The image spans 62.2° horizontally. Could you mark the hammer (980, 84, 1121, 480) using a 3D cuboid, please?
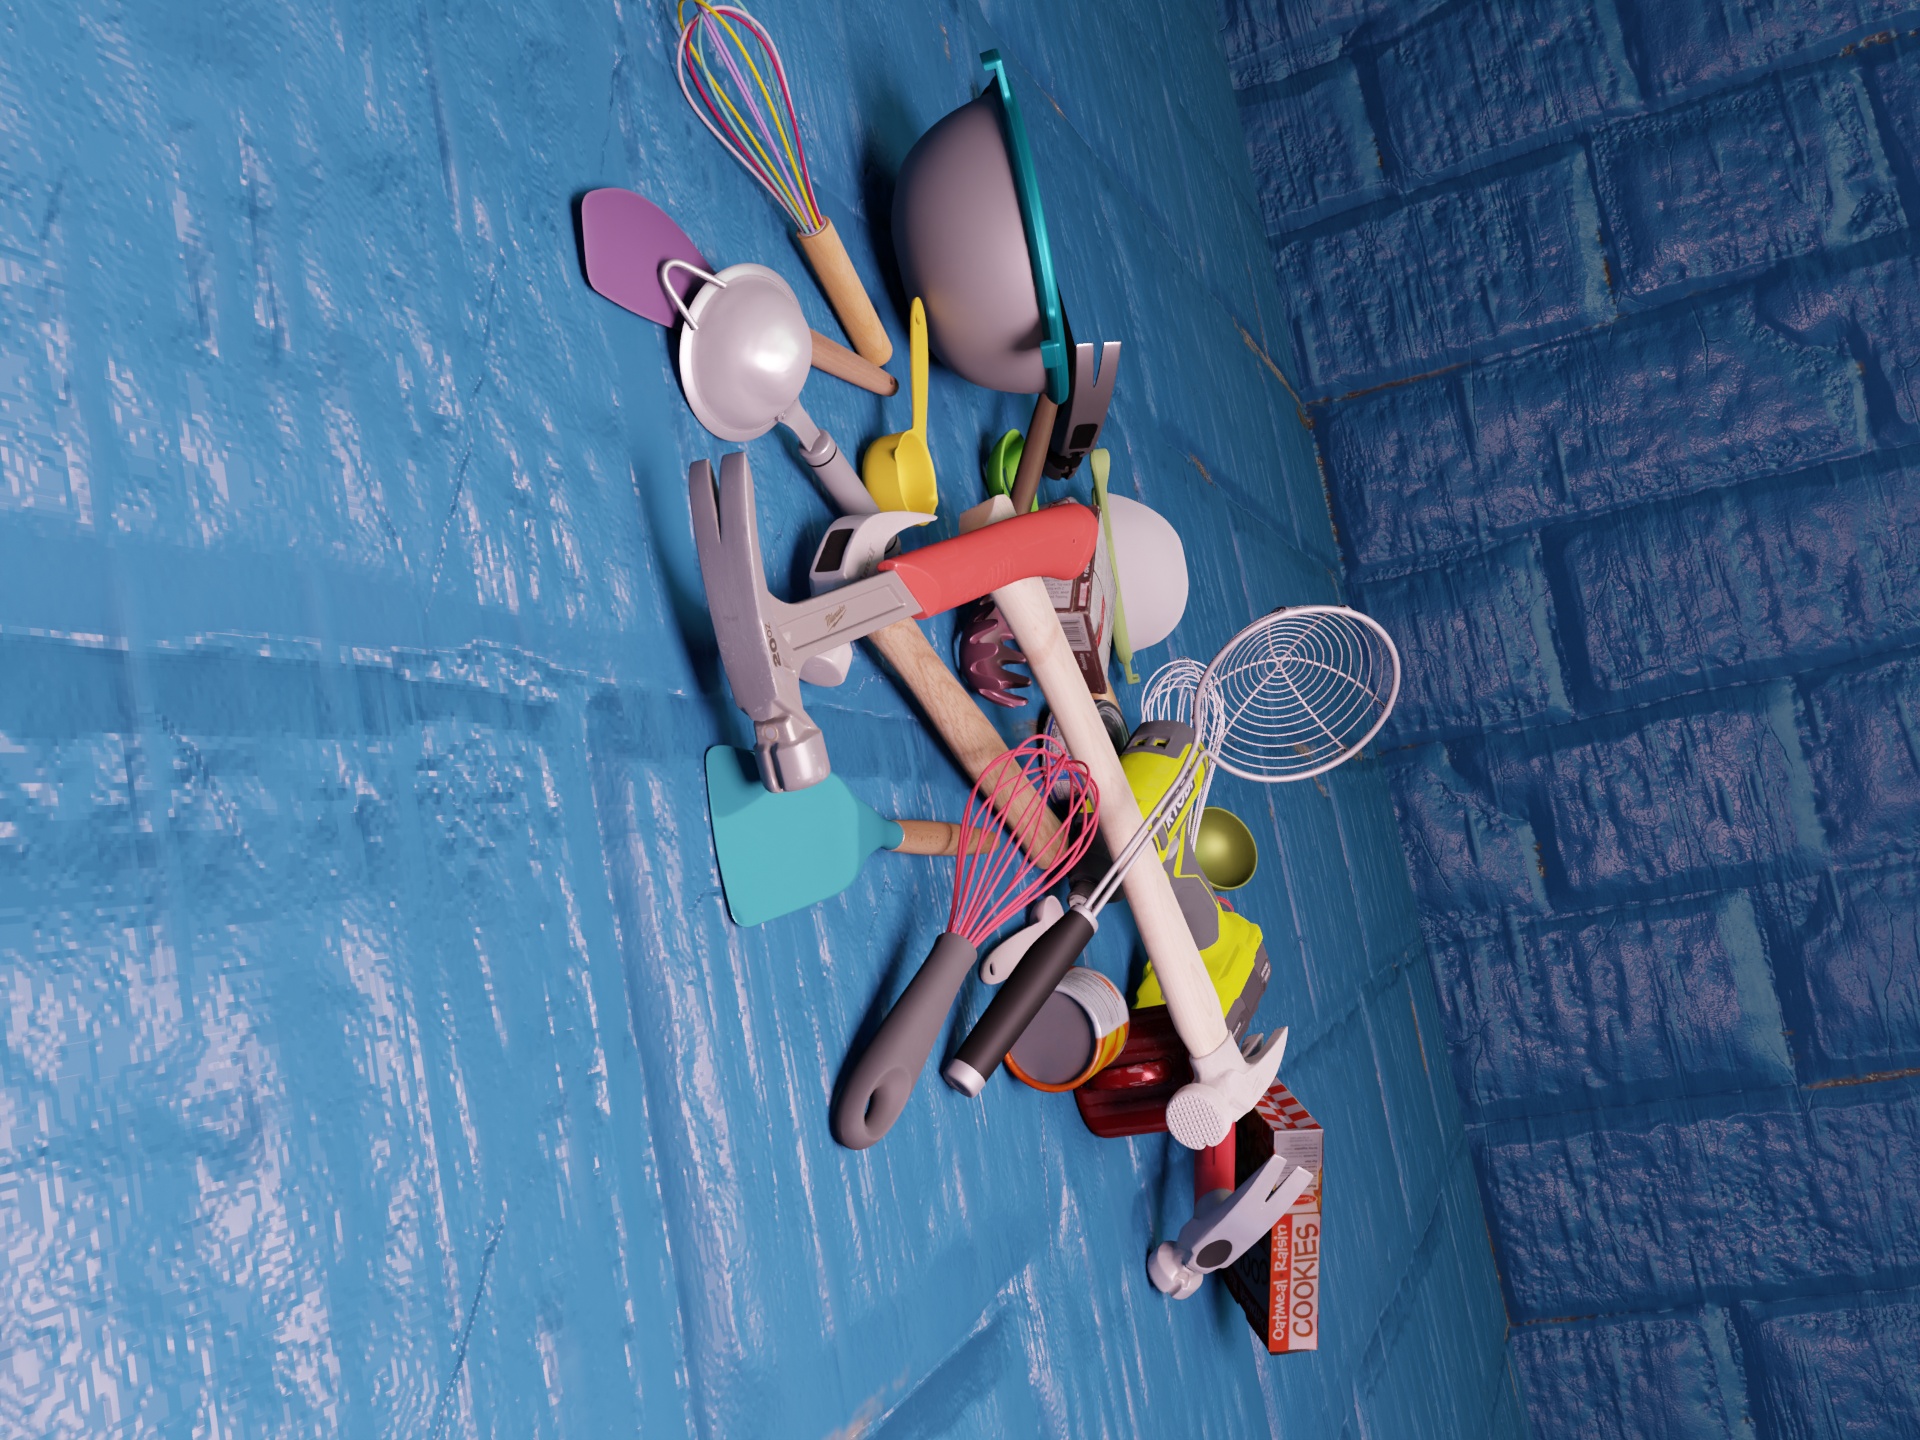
[{"bbox_3d":[0.062,-0.372,1.272,0.146,0.035,0.335,115,-34,-66],"label":"hammer"}]

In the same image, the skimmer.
[{"bbox_3d":[0.125,0.075,0.910,0.363,0.090,0.127,-50,129,-25],"label":"skimmer"}]

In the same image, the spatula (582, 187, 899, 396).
[{"bbox_3d":[-0.104,-0.213,0.843,0.315,0.018,0.060,5,80,-67],"label":"spatula"}]

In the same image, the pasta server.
[{"bbox_3d":[0.045,-0.136,1.091,0.060,0.040,0.316,58,36,-43],"label":"pasta server"}]

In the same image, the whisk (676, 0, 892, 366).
[{"bbox_3d":[-0.094,-0.297,0.896,0.244,0.047,0.051,59,39,-47],"label":"whisk"}]

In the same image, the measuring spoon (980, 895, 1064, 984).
[{"bbox_3d":[0.035,0.140,0.995,0.124,0.018,0.034,-23,100,-62],"label":"measuring spoon"}]

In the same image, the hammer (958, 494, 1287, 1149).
[{"bbox_3d":[0.100,0.051,1.002,0.146,0.038,0.410,-24,92,-60],"label":"hammer"}]

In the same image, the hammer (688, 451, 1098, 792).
[{"bbox_3d":[-0.014,-0.084,0.834,0.359,0.037,0.149,-29,111,-59],"label":"hammer"}]

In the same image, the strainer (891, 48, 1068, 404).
[{"bbox_3d":[0.006,-0.306,1.109,0.340,0.095,0.211,-81,159,-88],"label":"strainer"}]

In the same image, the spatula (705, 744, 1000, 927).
[{"bbox_3d":[-0.039,0.062,0.841,0.317,0.044,0.082,18,59,-71],"label":"spatula"}]

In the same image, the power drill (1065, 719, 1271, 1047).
[{"bbox_3d":[0.143,0.135,1.132,0.171,0.080,0.223,-53,132,-41],"label":"power drill"}]

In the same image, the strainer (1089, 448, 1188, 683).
[{"bbox_3d":[0.144,-0.146,1.274,0.256,0.069,0.152,69,15,-65],"label":"strainer"}]

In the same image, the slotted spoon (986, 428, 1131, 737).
[{"bbox_3d":[0.084,-0.066,1.186,0.313,0.031,0.070,66,29,-15],"label":"slotted spoon"}]

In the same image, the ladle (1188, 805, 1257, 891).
[{"bbox_3d":[0.168,0.069,1.310,0.319,0.062,0.078,39,44,-54],"label":"ladle"}]

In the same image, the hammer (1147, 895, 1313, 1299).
[{"bbox_3d":[0.204,0.249,1.218,0.038,0.143,0.387,31,30,-9],"label":"hammer"}]

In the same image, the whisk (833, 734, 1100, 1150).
[{"bbox_3d":[0.006,0.107,0.835,0.296,0.073,0.073,-57,131,-45],"label":"whisk"}]

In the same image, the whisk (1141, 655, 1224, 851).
[{"bbox_3d":[0.173,0.090,1.253,0.070,0.070,0.284,-28,119,-68],"label":"whisk"}]

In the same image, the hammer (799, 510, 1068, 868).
[{"bbox_3d":[-0.001,-0.003,0.938,0.331,0.031,0.130,54,44,-50],"label":"hammer"}]

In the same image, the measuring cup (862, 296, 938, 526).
[{"bbox_3d":[-0.037,-0.189,0.967,0.062,0.029,0.157,42,44,-59],"label":"measuring cup"}]

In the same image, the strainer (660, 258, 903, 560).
[{"bbox_3d":[-0.076,-0.149,0.835,0.087,0.050,0.258,-61,151,-15],"label":"strainer"}]
